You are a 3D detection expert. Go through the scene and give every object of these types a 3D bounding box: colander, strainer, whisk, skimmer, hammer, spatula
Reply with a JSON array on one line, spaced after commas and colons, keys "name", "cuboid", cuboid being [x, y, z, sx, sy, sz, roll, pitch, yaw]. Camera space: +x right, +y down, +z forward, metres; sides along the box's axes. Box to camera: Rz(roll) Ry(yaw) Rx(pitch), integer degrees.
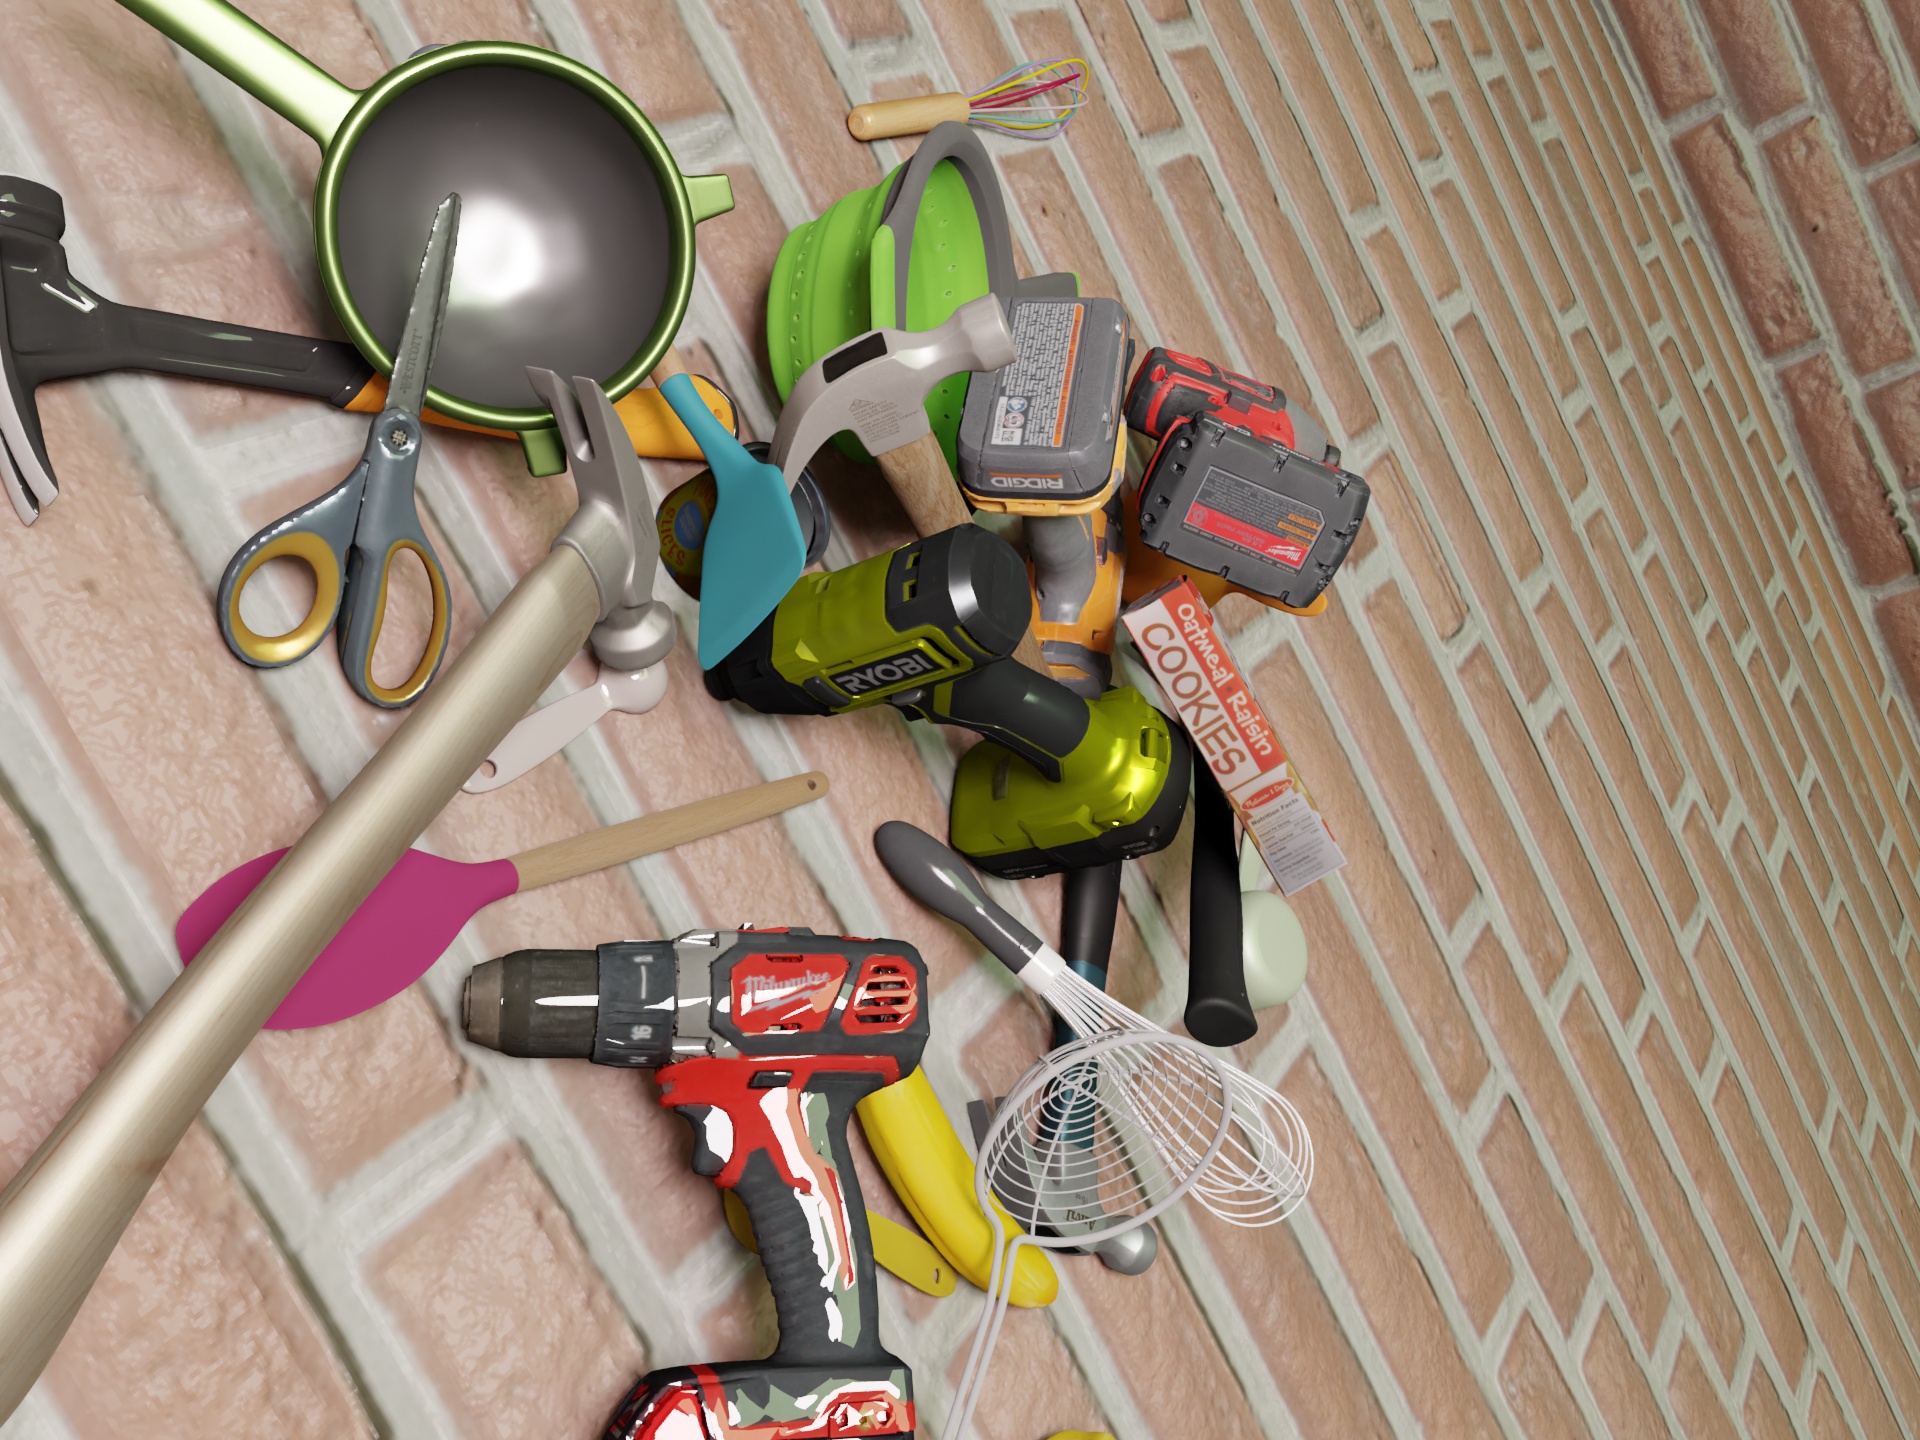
[{"name": "colander", "cuboid": [-0.016, -0.231, 0.914, 0.397, 0.094, 0.204, -45, 136, -65]}, {"name": "strainer", "cuboid": [-0.230, -0.224, 0.637, 0.256, 0.069, 0.151, 33, 88, -29]}, {"name": "whisk", "cuboid": [0.012, -0.409, 1.049, 0.245, 0.047, 0.051, -30, 98, -45]}, {"name": "skimmer", "cuboid": [0.021, 0.305, 0.681, 0.127, 0.090, 0.363, 41, 59, -35]}, {"name": "hammer", "cuboid": [-0.220, 0.044, 0.551, 0.146, 0.038, 0.411, 84, 26, -46]}, {"name": "hammer", "cuboid": [-0.232, -0.137, 0.683, 0.336, 0.034, 0.127, -2, 75, -47]}, {"name": "spatula", "cuboid": [-0.149, -0.176, 0.724, 0.044, 0.082, 0.318, -12, 68, -50]}, {"name": "whisk", "cuboid": [0.066, 0.147, 0.811, 0.284, 0.070, 0.070, 42, 43, 4]}, {"name": "hammer", "cuboid": [0.005, -0.066, 0.800, 0.331, 0.130, 0.031, 60, 13, -52]}, {"name": "hammer", "cuboid": [0.144, 0.064, 0.915, 0.146, 0.035, 0.335, 54, 23, -20]}, {"name": "hammer", "cuboid": [0.072, 0.129, 0.897, 0.128, 0.033, 0.331, 33, 52, -35]}]

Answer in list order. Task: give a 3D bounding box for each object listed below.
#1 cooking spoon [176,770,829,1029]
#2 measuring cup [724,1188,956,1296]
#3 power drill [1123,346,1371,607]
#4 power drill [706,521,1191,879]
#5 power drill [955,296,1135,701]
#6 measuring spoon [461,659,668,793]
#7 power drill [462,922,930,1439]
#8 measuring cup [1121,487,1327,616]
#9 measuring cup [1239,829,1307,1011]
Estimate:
[{"name": "cooking spoon", "cuboid": [-0.171, 0.060, 0.678, 0.319, 0.017, 0.069, -16, 78, -48]}, {"name": "measuring cup", "cuboid": [-0.053, 0.235, 0.733, 0.156, 0.029, 0.062, 46, 44, -40]}, {"name": "power drill", "cuboid": [0.172, -0.155, 0.955, 0.143, 0.078, 0.220, 21, 27, -6]}, {"name": "power drill", "cuboid": [-0.001, -0.003, 0.785, 0.223, 0.171, 0.080, 37, 48, -42]}, {"name": "power drill", "cuboid": [0.059, -0.138, 0.894, 0.226, 0.084, 0.185, 74, 23, -58]}, {"name": "measuring spoon", "cuboid": [-0.171, -0.001, 0.702, 0.124, 0.018, 0.034, -40, 104, -46]}, {"name": "power drill", "cuboid": [-0.103, 0.193, 0.629, 0.187, 0.080, 0.227, 3, 72, -17]}, {"name": "measuring cup", "cuboid": [0.152, -0.098, 0.983, 0.052, 0.174, 0.095, 23, 95, -35]}, {"name": "measuring cup", "cuboid": [0.200, 0.108, 1.034, 0.083, 0.038, 0.168, 37, 52, -31]}]
